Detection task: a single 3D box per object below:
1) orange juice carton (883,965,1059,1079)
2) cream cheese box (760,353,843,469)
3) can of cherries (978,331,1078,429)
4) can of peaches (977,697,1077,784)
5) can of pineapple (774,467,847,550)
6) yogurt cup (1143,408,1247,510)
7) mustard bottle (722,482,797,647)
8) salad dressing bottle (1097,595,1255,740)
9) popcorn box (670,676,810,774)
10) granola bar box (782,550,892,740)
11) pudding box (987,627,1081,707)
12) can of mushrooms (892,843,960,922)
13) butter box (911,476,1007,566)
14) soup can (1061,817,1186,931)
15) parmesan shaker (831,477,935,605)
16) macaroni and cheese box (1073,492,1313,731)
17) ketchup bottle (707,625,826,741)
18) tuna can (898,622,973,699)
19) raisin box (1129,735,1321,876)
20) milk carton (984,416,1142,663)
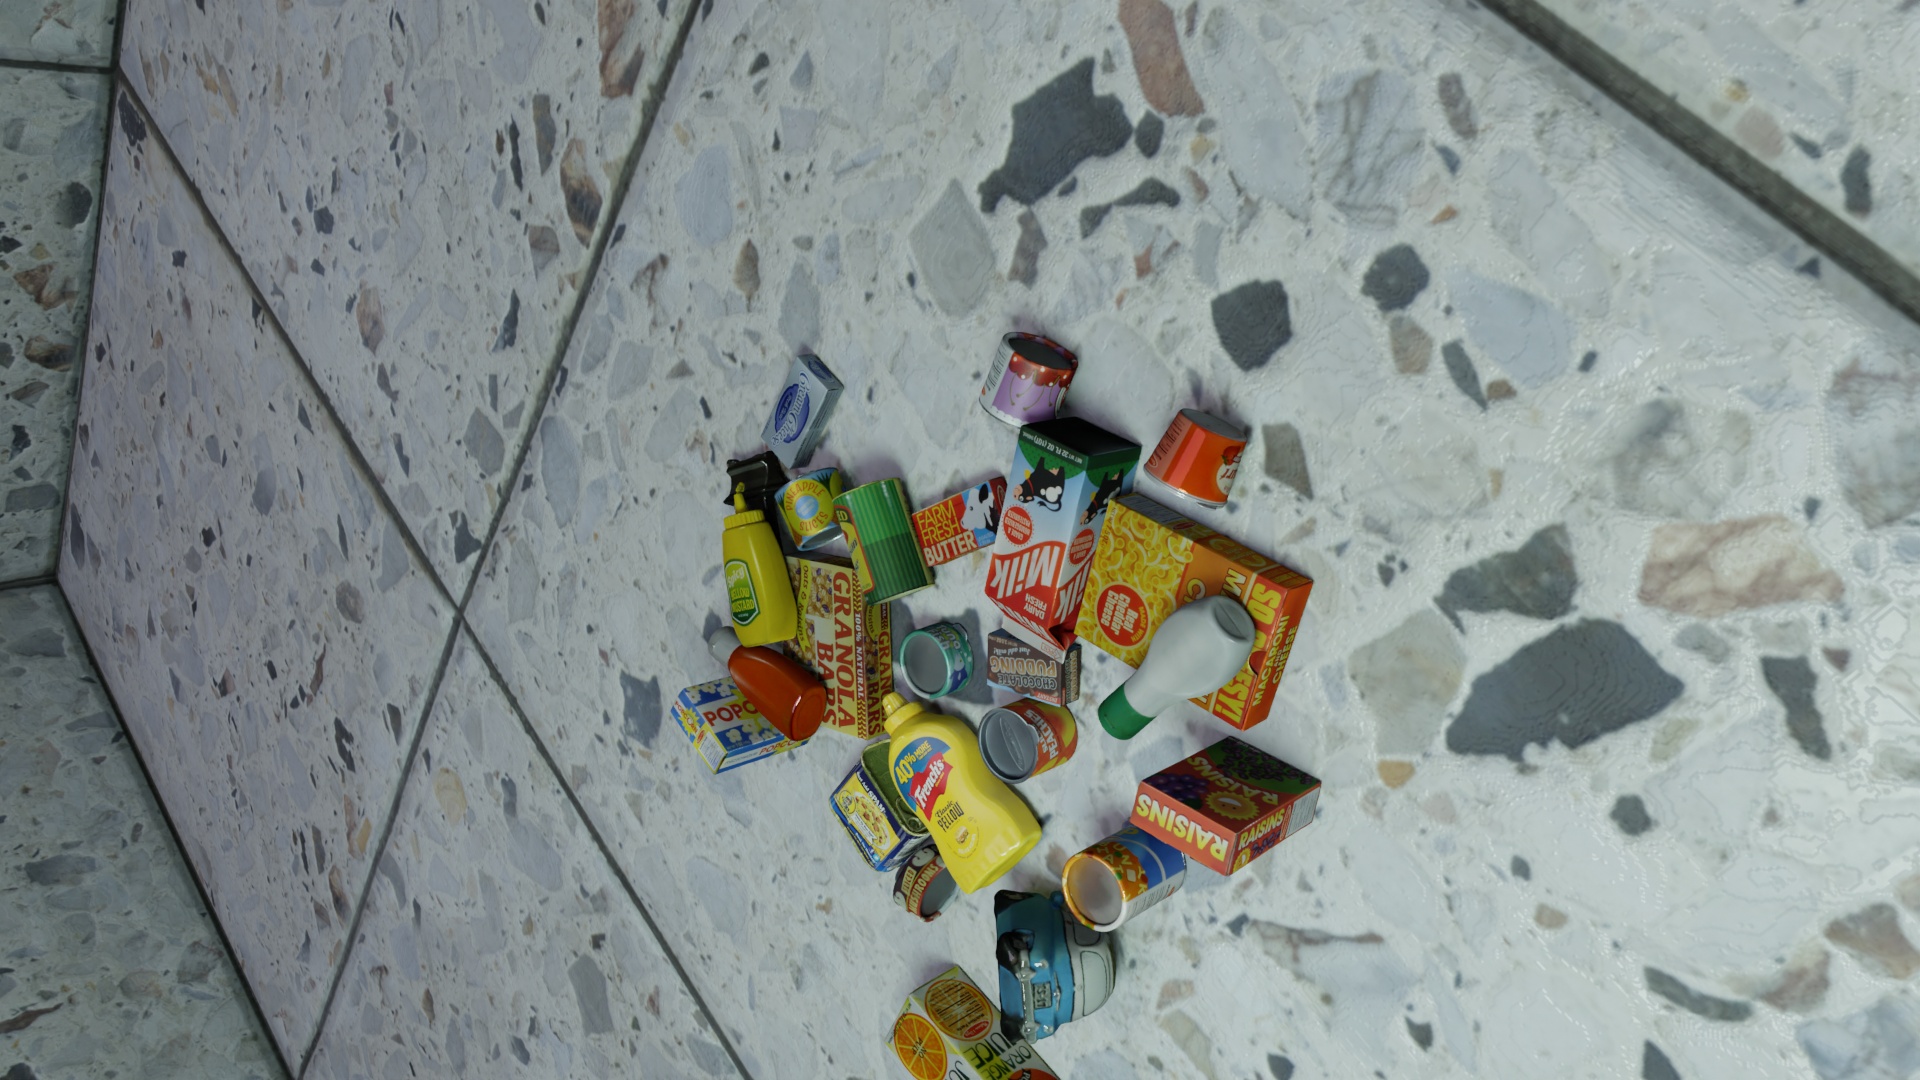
[{"bbox_3d":[0.024,0.496,1.280,0.193,0.073,0.071,42,124,28],"label":"orange juice carton"},{"bbox_3d":[-0.154,-0.124,1.347,0.053,0.024,0.103,47,127,24],"label":"cream cheese box"},{"bbox_3d":[0.058,-0.128,1.126,0.071,0.072,0.058,39,122,30],"label":"can of cherries"},{"bbox_3d":[0.060,0.168,1.189,0.071,0.058,0.071,10,105,41],"label":"can of peaches"},{"bbox_3d":[-0.136,-0.030,1.319,0.070,0.071,0.058,-34,77,41],"label":"can of pineapple"},{"bbox_3d":[0.177,-0.063,1.030,0.072,0.072,0.053,36,113,32],"label":"yogurt cup"},{"bbox_3d":[-0.203,0.022,1.353,0.065,0.049,0.160,-15,87,44],"label":"mustard bottle"},{"bbox_3d":[0.158,0.099,1.039,0.064,0.044,0.147,55,132,16],"label":"salad dressing bottle"},{"bbox_3d":[-0.216,0.178,1.398,0.085,0.127,0.038,48,124,24],"label":"popcorn box"},{"bbox_3d":[-0.121,0.099,1.353,0.124,0.039,0.165,9,104,43],"label":"granola bar box"},{"bbox_3d":[0.062,0.108,1.193,0.084,0.030,0.049,13,109,40],"label":"pudding box"},{"bbox_3d":[-0.030,0.320,1.295,0.033,0.071,0.070,28,117,34],"label":"can of mushrooms"},{"bbox_3d":[0.004,-0.015,1.224,0.103,0.024,0.053,-23,83,43],"label":"butter box"},{"bbox_3d":[0.131,0.269,1.127,0.071,0.084,0.071,11,106,41],"label":"soup can"},{"bbox_3d":[-0.070,0.002,1.264,0.071,0.071,0.103,-24,82,43],"label":"parmesan shaker"},{"bbox_3d":[0.174,0.053,1.071,0.167,0.040,0.123,30,119,35],"label":"macaroni and cheese box"},{"bbox_3d":[-0.194,0.135,1.371,0.149,0.044,0.064,33,120,36],"label":"ketchup bottle"},{"bbox_3d":[-0.022,0.108,1.268,0.071,0.033,0.071,11,107,41],"label":"tuna can"},{"bbox_3d":[0.196,0.193,1.024,0.086,0.124,0.040,26,115,36],"label":"raisin box"},{"bbox_3d":[0.078,0.003,1.127,0.072,0.074,0.189,29,118,35],"label":"milk carton"}]
